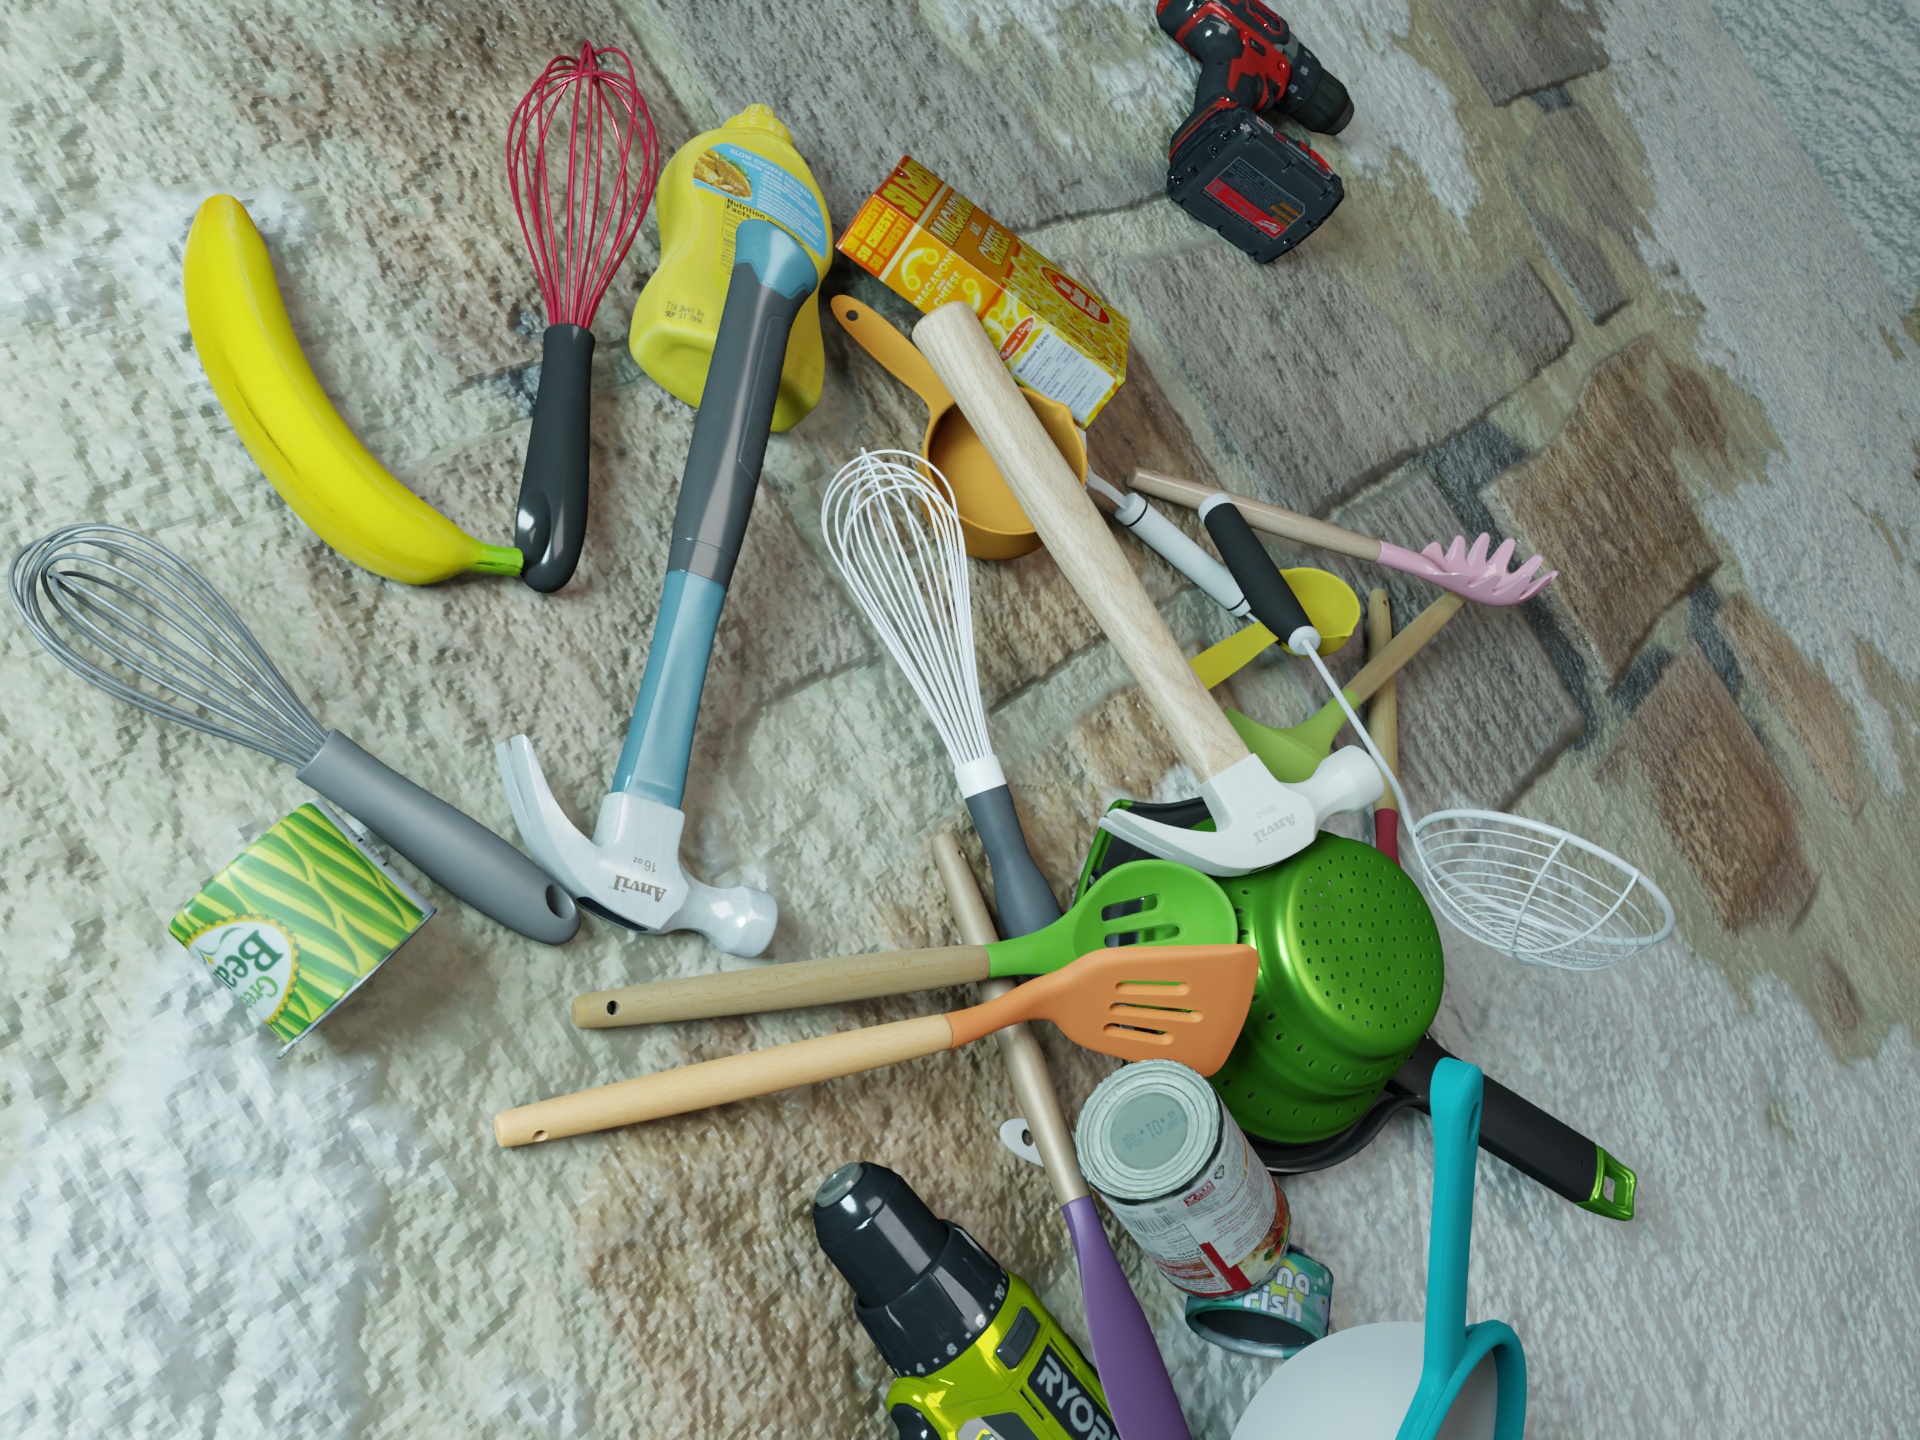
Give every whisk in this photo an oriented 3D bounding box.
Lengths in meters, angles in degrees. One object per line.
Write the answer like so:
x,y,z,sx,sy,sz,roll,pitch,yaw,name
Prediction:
-0.237,0.011,0.589,0.238,0.055,0.055,41,47,-21,whisk
-0.180,-0.193,0.737,0.073,0.073,0.296,15,64,-34,whisk
-0.001,-0.003,0.782,0.070,0.070,0.285,-14,82,-43,whisk

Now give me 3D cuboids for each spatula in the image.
0.041,0.186,0.696,0.059,0.018,0.316,25,38,-53,spatula
-0.024,0.138,0.652,0.322,0.081,0.041,-7,37,-26,spatula

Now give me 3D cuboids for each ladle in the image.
0.268,0.039,1.004,0.069,0.031,0.316,28,50,-25,ladle
0.259,-0.034,0.997,0.078,0.062,0.320,33,44,23,ladle

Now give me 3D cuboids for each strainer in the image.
0.097,-0.132,0.946,0.258,0.050,0.087,36,36,-24,strainer
0.160,0.285,0.660,0.211,0.095,0.340,-23,117,-49,strainer

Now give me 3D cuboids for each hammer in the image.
-0.112,-0.072,0.697,0.128,0.033,0.331,21,68,-30,hammer
0.070,-0.070,0.798,0.130,0.031,0.331,-28,78,-17,hammer

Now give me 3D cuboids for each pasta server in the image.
0.250,-0.123,1.032,0.316,0.040,0.060,13,30,-21,pasta server

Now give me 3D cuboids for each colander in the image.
0.244,0.165,0.839,0.397,0.094,0.205,32,57,-16,colander

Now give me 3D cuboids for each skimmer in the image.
0.243,-0.014,0.871,0.127,0.090,0.364,54,9,-53,skimmer

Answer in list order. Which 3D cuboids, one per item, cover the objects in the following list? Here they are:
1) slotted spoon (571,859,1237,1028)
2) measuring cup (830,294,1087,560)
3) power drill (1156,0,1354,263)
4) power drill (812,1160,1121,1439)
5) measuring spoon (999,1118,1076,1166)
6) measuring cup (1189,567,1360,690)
-0.013,0.107,0.696,0.313,0.031,0.070,-3,78,-28,slotted spoon
-0.010,-0.159,0.859,0.174,0.052,0.095,45,71,8,measuring cup
0.234,-0.456,1.209,0.187,0.080,0.227,24,51,-28,power drill
-0.030,0.296,0.583,0.190,0.080,0.228,52,43,-7,power drill
0.072,0.209,0.753,0.124,0.018,0.034,24,54,-28,measuring spoon
0.175,-0.041,0.956,0.156,0.029,0.062,-31,62,-24,measuring cup
